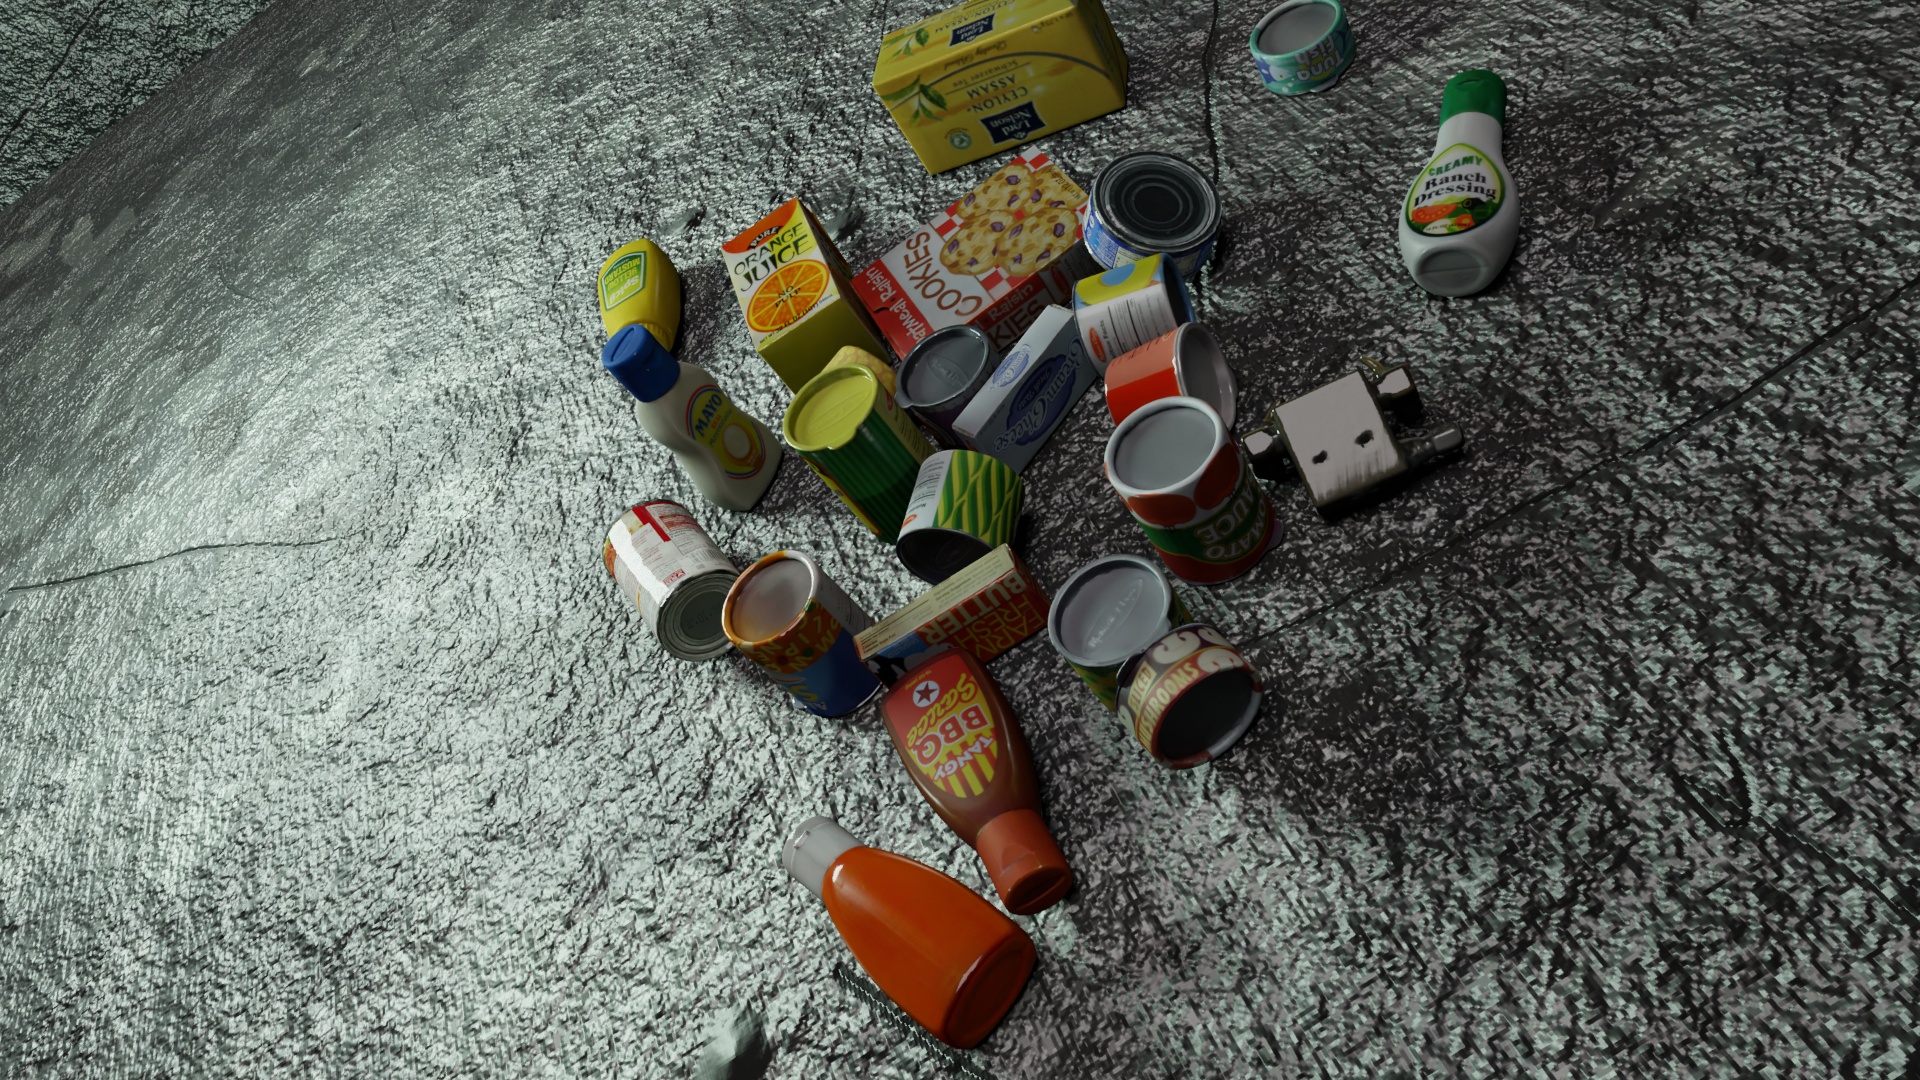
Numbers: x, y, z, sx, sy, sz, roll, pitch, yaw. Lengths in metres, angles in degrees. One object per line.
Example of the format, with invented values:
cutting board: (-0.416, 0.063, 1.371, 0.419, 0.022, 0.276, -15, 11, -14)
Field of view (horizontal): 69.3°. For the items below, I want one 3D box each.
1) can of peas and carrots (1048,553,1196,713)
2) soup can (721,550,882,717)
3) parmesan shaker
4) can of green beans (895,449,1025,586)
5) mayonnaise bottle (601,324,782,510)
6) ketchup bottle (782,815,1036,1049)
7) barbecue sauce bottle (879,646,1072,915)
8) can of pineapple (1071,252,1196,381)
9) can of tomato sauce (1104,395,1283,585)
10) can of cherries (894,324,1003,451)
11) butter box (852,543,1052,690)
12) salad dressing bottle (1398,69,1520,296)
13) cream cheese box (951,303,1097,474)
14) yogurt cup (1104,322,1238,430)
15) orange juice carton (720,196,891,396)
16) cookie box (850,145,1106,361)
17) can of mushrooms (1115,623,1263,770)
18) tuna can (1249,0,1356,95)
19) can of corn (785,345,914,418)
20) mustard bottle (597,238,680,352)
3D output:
can of peas and carrots: (0.088, 0.050, 0.711, 0.071, 0.058, 0.071, -17, 49, 21)
soup can: (-0.091, 0.056, 0.806, 0.071, 0.083, 0.072, -18, 48, 21)
parmesan shaker: (-0.053, -0.049, 0.853, 0.071, 0.102, 0.072, -18, 47, 21)
can of green beans: (0.001, -0.011, 0.813, 0.071, 0.071, 0.058, -6, 52, 30)
mayonnaise bottle: (-0.180, -0.084, 0.932, 0.041, 0.147, 0.065, 5, 59, 36)
ketchup bottle: (-0.033, 0.186, 0.692, 0.149, 0.043, 0.065, 26, 71, 44)
barbecue sauce bottle: (0.011, 0.123, 0.714, 0.065, 0.043, 0.149, -35, 44, 3)
can of pineapple: (0.107, -0.136, 0.845, 0.058, 0.070, 0.071, -15, 49, 23)
can of tomato sauce: (0.123, -0.026, 0.732, 0.071, 0.083, 0.071, -18, 47, 21)
can of cherries: (-0.001, -0.093, 0.886, 0.071, 0.058, 0.072, -17, 49, 21)
butter box: (-0.003, 0.049, 0.777, 0.103, 0.053, 0.024, -32, 42, 7)
salad dressing bottle: (0.289, -0.208, 0.798, 0.064, 0.044, 0.148, -2, 55, 31)
cream cheese box: (0.043, -0.090, 0.858, 0.024, 0.053, 0.104, 26, 72, 42)
yogurt cup: (0.119, -0.086, 0.799, 0.054, 0.072, 0.073, -15, 49, 34)
orange juice carton: (-0.121, -0.187, 1.031, 0.072, 0.073, 0.193, -32, 44, 8)
cookie box: (0.017, -0.190, 0.966, 0.167, 0.040, 0.123, -36, 45, 3)
can of mushrooms: (0.109, 0.076, 0.668, 0.071, 0.071, 0.033, -40, 45, 0)
tuna can: (0.234, -0.337, 0.948, 0.071, 0.032, 0.071, -18, 47, 21)
can of corn: (-0.072, -0.088, 0.920, 0.071, 0.071, 0.058, 24, 70, 43)
mustard bottle: (-0.261, -0.185, 1.139, 0.065, 0.048, 0.161, -30, 44, 12)
